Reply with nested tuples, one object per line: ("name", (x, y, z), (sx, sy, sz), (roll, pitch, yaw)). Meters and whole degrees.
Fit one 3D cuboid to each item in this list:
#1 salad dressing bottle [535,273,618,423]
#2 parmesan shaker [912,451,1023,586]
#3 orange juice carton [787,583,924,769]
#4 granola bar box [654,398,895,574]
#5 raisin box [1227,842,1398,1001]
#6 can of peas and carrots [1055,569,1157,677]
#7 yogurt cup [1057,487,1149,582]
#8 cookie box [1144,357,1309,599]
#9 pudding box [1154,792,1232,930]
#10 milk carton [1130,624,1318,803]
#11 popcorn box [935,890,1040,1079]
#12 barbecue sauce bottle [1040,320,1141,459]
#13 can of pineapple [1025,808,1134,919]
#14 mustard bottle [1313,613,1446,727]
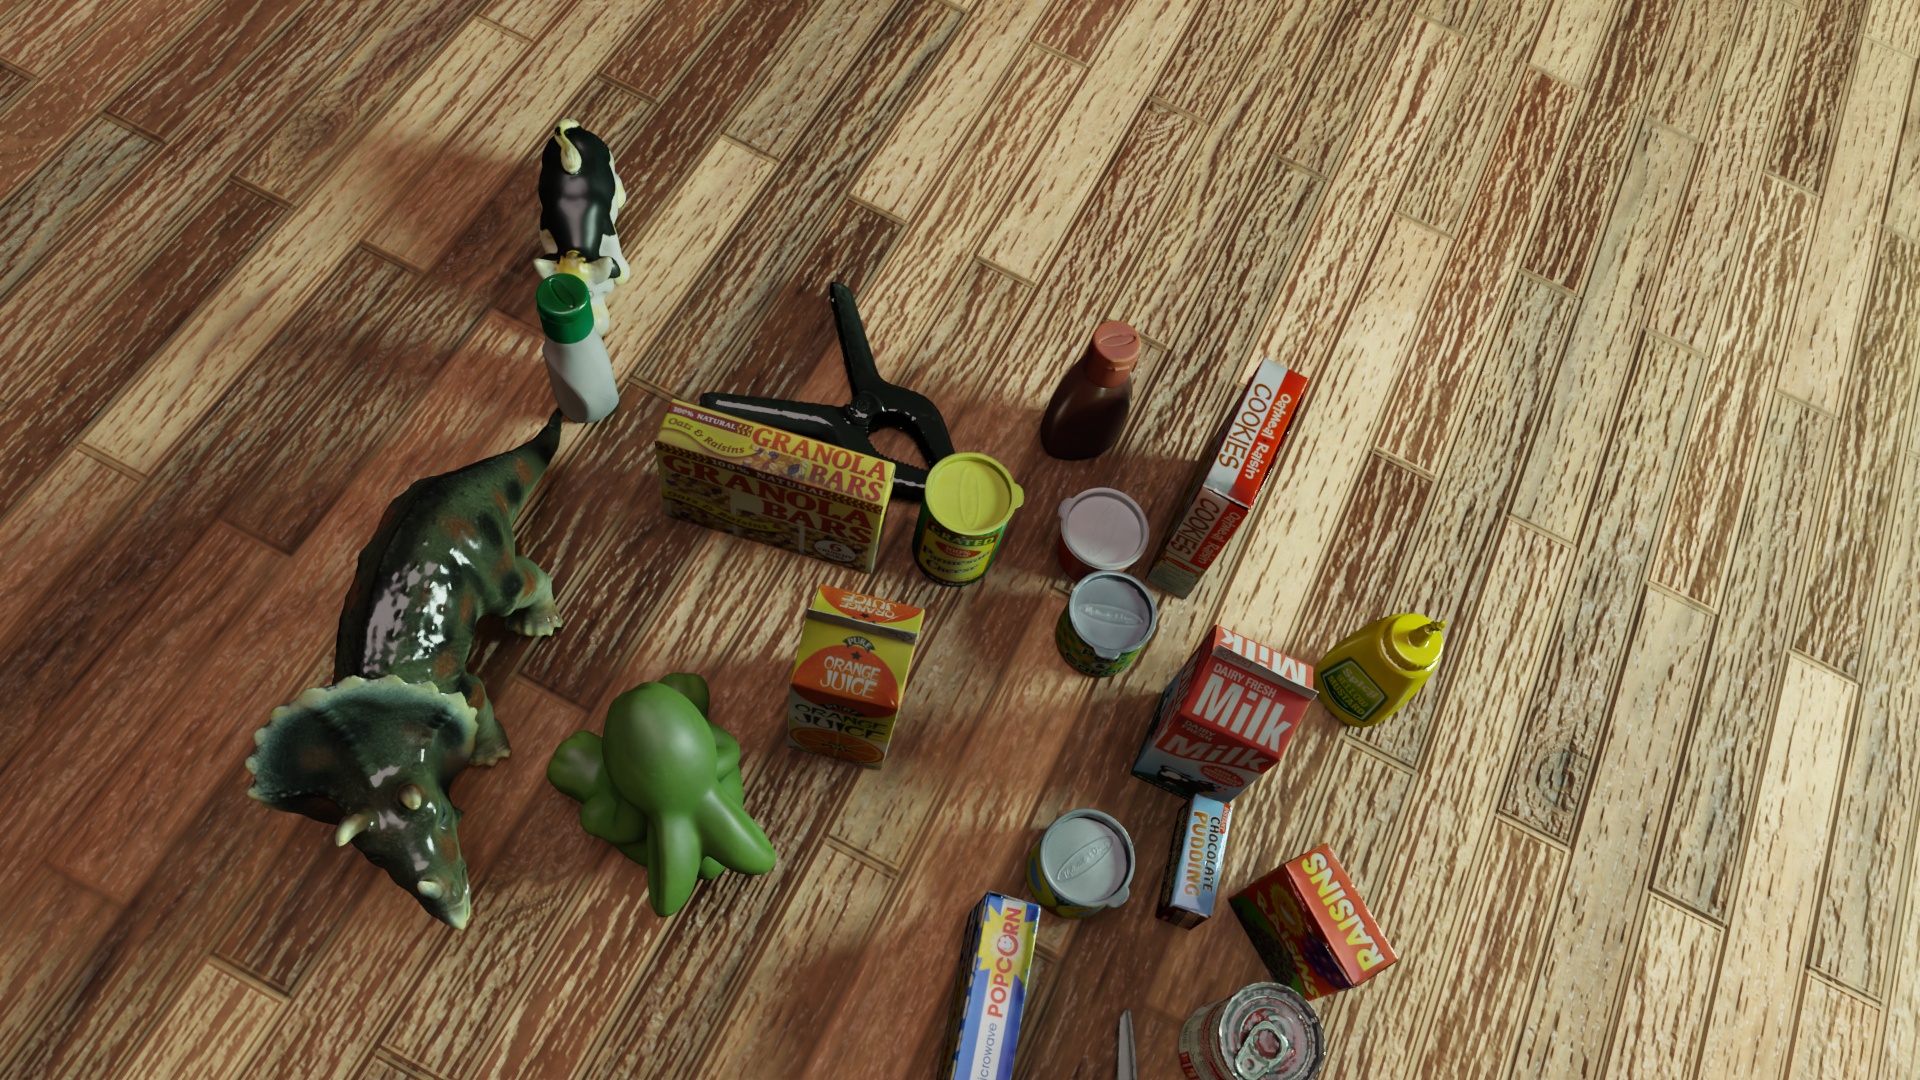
("salad dressing bottle", (-0.286, -0.141, 1.029), (0.044, 0.147, 0.064), (-35, 75, -20))
("parmesan shaker", (0.004, -0.013, 1.036), (0.071, 0.102, 0.071), (3, 65, -7))
("orange juice carton", (-0.071, 0.088, 0.929), (0.072, 0.191, 0.073), (15, 65, -1))
("granola bar box", (-0.135, -0.037, 1.016), (0.166, 0.123, 0.039), (16, 65, 0))
("raisin box", (0.232, 0.259, 0.931), (0.040, 0.123, 0.086), (-22, 71, -17))
("can of peas and carrots", (0.108, 0.065, 1.039), (0.071, 0.058, 0.071), (3, 65, -7))
("yogurt cup", (0.106, 0.000, 1.071), (0.072, 0.053, 0.072), (3, 65, -7))
("cookie box", (0.198, -0.043, 1.041), (0.040, 0.166, 0.123), (27, 65, 5))
("pudding box", (0.165, 0.226, 0.978), (0.030, 0.049, 0.084), (18, 64, 0))
("milk carton", (0.181, 0.119, 0.952), (0.072, 0.189, 0.074), (25, 65, 4))
("popcorn box", (0.016, 0.301, 0.902), (0.038, 0.085, 0.127), (14, 64, -2))
("barbecue sauce bottle", (0.105, -0.114, 1.072), (0.065, 0.148, 0.044), (-10, 68, -12))
("can of pineapple", (0.082, 0.227, 0.961), (0.071, 0.057, 0.071), (3, 65, -7))
("mustard bottle", (0.307, 0.087, 1.001), (0.049, 0.159, 0.065), (-36, 75, -21))
